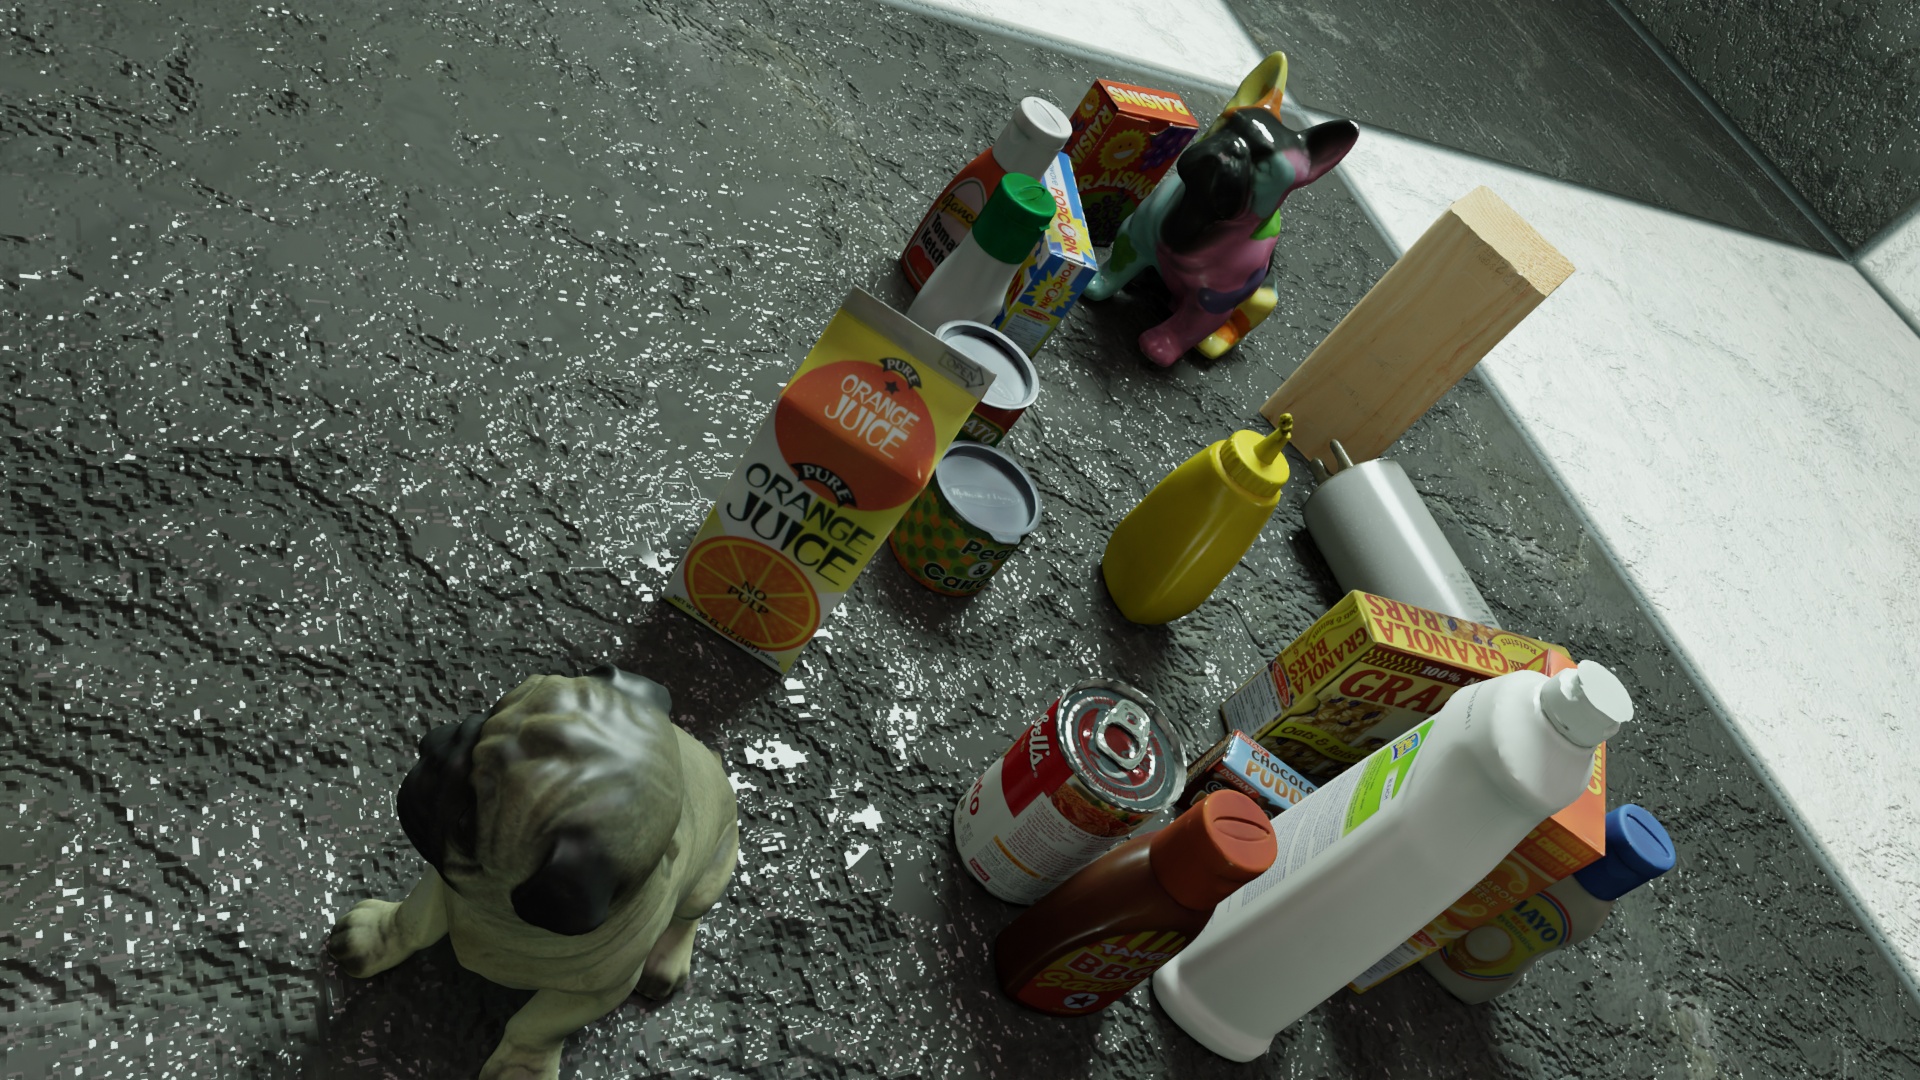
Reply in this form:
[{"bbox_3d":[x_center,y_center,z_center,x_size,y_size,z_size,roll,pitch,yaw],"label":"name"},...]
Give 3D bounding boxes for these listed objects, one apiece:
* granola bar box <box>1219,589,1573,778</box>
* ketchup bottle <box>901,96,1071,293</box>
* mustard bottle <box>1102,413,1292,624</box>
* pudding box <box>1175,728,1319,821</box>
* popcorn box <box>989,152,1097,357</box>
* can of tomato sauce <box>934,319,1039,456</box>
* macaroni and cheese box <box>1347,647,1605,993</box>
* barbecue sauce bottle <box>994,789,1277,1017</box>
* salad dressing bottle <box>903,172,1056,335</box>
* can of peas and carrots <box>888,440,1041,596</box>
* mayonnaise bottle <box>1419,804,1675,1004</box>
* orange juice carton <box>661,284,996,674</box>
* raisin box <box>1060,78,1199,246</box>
[{"bbox_3d":[0.253,0.094,0.797,0.166,0.123,0.039,14,46,-26],"label":"granola bar box"},{"bbox_3d":[0.018,-0.214,0.888,0.044,0.148,0.065,-16,64,-44],"label":"ketchup bottle"},{"bbox_3d":[0.142,-0.016,0.788,0.049,0.159,0.065,4,51,-34],"label":"mustard bottle"},{"bbox_3d":[0.163,0.144,0.742,0.084,0.049,0.030,37,41,-2],"label":"pudding box"},{"bbox_3d":[0.047,-0.200,0.945,0.038,0.084,0.127,15,46,-25],"label":"popcorn box"},{"bbox_3d":[-0.005,-0.073,0.793,0.071,0.082,0.071,20,44,-20],"label":"can of tomato sauce"},{"bbox_3d":[0.255,0.145,0.718,0.040,0.165,0.124,36,41,-3],"label":"macaroni and cheese box"},{"bbox_3d":[0.075,0.156,0.592,0.065,0.147,0.044,15,46,-25],"label":"barbecue sauce bottle"},{"bbox_3d":[0.005,-0.150,0.822,0.044,0.147,0.064,48,41,10],"label":"salad dressing bottle"},{"bbox_3d":[0.003,-0.010,0.759,0.071,0.058,0.071,20,44,-20],"label":"can of peas and carrots"},{"bbox_3d":[0.302,0.188,0.728,0.065,0.147,0.041,46,41,8],"label":"mayonnaise bottle"},{"bbox_3d":[-0.059,-0.030,0.631,0.072,0.191,0.073,34,41,-6],"label":"orange juice carton"},{"bbox_3d":[0.106,-0.277,1.029,0.086,0.122,0.040,-4,56,-38],"label":"raisin box"}]
